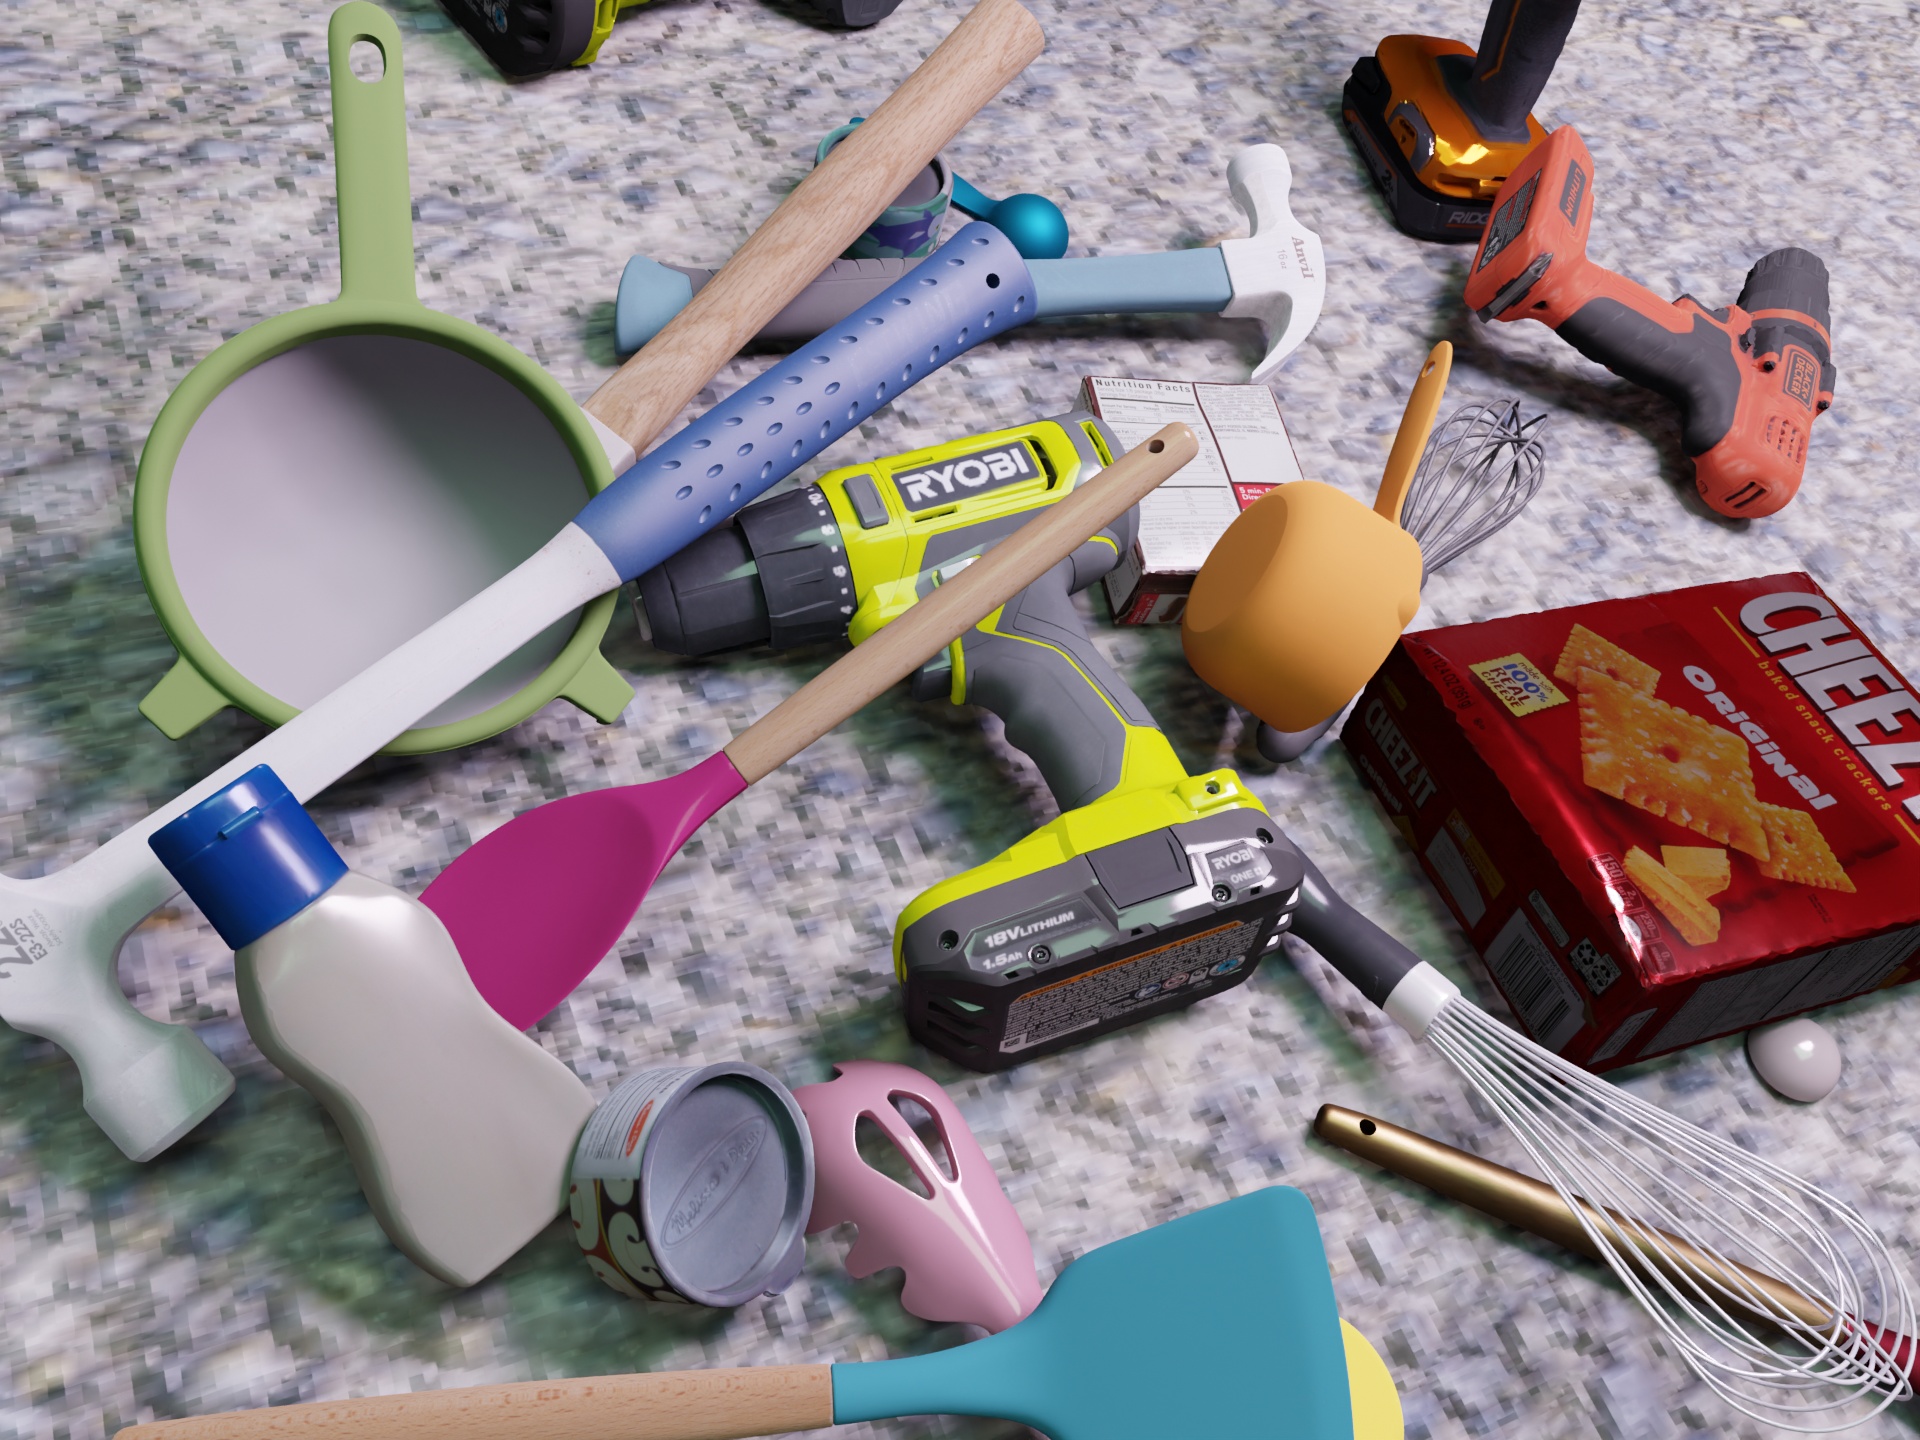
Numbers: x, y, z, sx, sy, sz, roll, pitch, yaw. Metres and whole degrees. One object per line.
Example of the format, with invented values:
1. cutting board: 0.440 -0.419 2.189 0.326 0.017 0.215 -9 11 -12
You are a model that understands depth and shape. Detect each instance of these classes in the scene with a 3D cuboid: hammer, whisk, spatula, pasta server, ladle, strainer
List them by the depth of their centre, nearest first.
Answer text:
1. spatula: -0.060 0.177 0.417 0.317 0.044 0.082 -3 71 -6
2. pasta server: 0.053 0.224 0.452 0.060 0.040 0.316 -30 72 -30
3. hammer: -0.130 -0.053 0.512 0.405 0.035 0.144 -41 100 -24
4. whisk: 0.178 0.114 0.526 0.070 0.070 0.285 -31 57 -30
5. ladle: 0.266 0.194 0.529 0.315 0.031 0.069 22 51 3
6. strainer: -0.201 -0.112 0.547 0.151 0.069 0.256 -3 83 -25
7. hammer: -0.069 -0.192 0.654 0.130 0.031 0.331 38 69 1
8. whisk: 0.189 -0.063 0.673 0.055 0.055 0.239 36 59 10
9. hammer: 0.011 -0.192 0.709 0.331 0.033 0.128 -7 73 -16

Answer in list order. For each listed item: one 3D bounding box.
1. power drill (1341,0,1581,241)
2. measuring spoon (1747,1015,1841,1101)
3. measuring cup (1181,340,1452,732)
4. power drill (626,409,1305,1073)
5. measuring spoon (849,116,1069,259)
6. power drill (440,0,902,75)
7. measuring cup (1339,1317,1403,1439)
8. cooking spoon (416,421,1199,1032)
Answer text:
1. power drill: 0.279 -0.378 0.800 0.084 0.226 0.164 -4 57 -18
2. measuring spoon: 0.320 0.088 0.621 0.034 0.018 0.124 13 53 -6
3. measuring cup: 0.138 -0.082 0.600 0.052 0.095 0.174 28 75 -16
4. power drill: -0.001 -0.002 0.558 0.190 0.080 0.229 -16 59 -13
5. measuring spoon: -0.001 -0.266 0.774 0.128 0.021 0.042 35 55 9
6. power drill: -0.156 -0.408 0.801 0.223 0.080 0.171 -28 68 -34
7. measuring cup: 0.078 0.214 0.427 0.062 0.029 0.156 49 35 10
8. cooking spoon: -0.051 0.000 0.508 0.319 0.017 0.069 -37 57 -6
